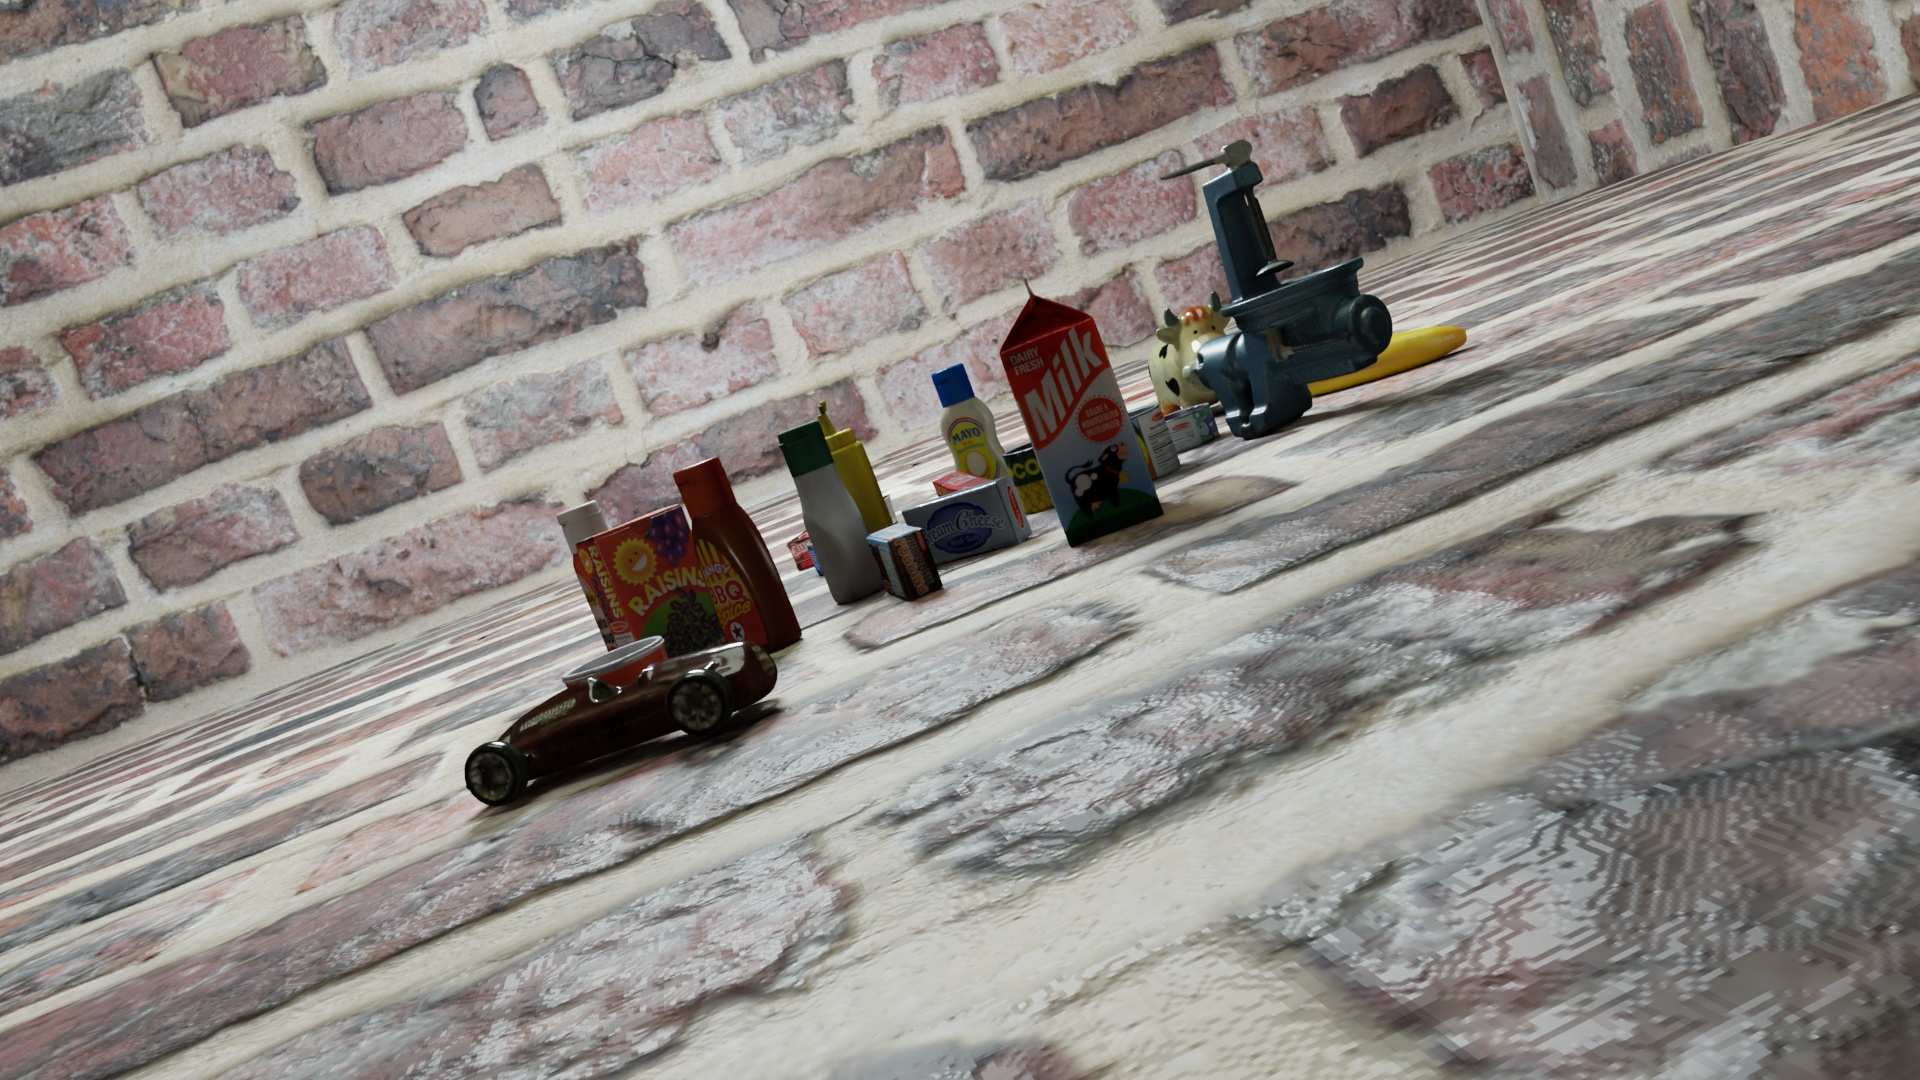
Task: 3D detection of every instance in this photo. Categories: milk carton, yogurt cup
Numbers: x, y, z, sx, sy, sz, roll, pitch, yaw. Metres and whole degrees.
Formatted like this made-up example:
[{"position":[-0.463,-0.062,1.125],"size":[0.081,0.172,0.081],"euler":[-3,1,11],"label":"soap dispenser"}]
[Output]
[{"position":[0.080,-0.100,1.006],"size":[0.073,0.190,0.072],"euler":[-20,7,6],"label":"milk carton"},{"position":[-0.214,0.098,0.891],"size":[0.072,0.054,0.072],"euler":[-20,7,3],"label":"yogurt cup"}]

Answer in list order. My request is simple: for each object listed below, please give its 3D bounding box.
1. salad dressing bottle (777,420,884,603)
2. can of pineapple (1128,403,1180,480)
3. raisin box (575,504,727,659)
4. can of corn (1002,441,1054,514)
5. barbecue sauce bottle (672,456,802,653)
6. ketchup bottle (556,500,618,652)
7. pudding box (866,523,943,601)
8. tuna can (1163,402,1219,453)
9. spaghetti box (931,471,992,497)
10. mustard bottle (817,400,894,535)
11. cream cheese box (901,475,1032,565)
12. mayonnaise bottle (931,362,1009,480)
[{"position":[-0.107,-0.024,1.131],"size":[0.044,0.147,0.064],"euler":[-24,7,-25],"label":"salad dressing bottle"},{"position":[0.149,-0.080,1.202],"size":[0.071,0.057,0.071],"euler":[-20,7,3],"label":"can of pineapple"},{"position":[-0.247,0.042,1.127],"size":[0.086,0.123,0.040],"euler":[-26,9,-40],"label":"raisin box"},{"position":[0.078,-0.061,1.258],"size":[0.071,0.058,0.071],"euler":[-20,7,3],"label":"can of corn"},{"position":[-0.169,0.012,1.031],"size":[0.064,0.148,0.044],"euler":[-14,9,45],"label":"barbecue sauce bottle"},{"position":[-0.304,0.040,1.204],"size":[0.044,0.148,0.064],"euler":[-24,7,-26],"label":"ketchup bottle"},{"position":[-0.043,0.015,1.054],"size":[0.030,0.049,0.083],"euler":[-22,7,-13],"label":"pudding box"},{"position":[0.210,-0.105,1.317],"size":[0.071,0.033,0.071],"euler":[-20,7,3],"label":"tuna can"},{"position":[0.008,-0.032,1.264],"size":[0.029,0.050,0.250],"euler":[-21,7,-6],"label":"spaghetti box"},{"position":[-0.095,-0.044,1.197],"size":[0.049,0.160,0.065],"euler":[-21,7,0],"label":"mustard bottle"},{"position":[0.004,-0.014,1.129],"size":[0.103,0.053,0.024],"euler":[-15,8,37],"label":"cream cheese box"},{"position":[0.011,-0.109,1.445],"size":[0.064,0.148,0.041],"euler":[-18,7,18],"label":"mayonnaise bottle"}]
